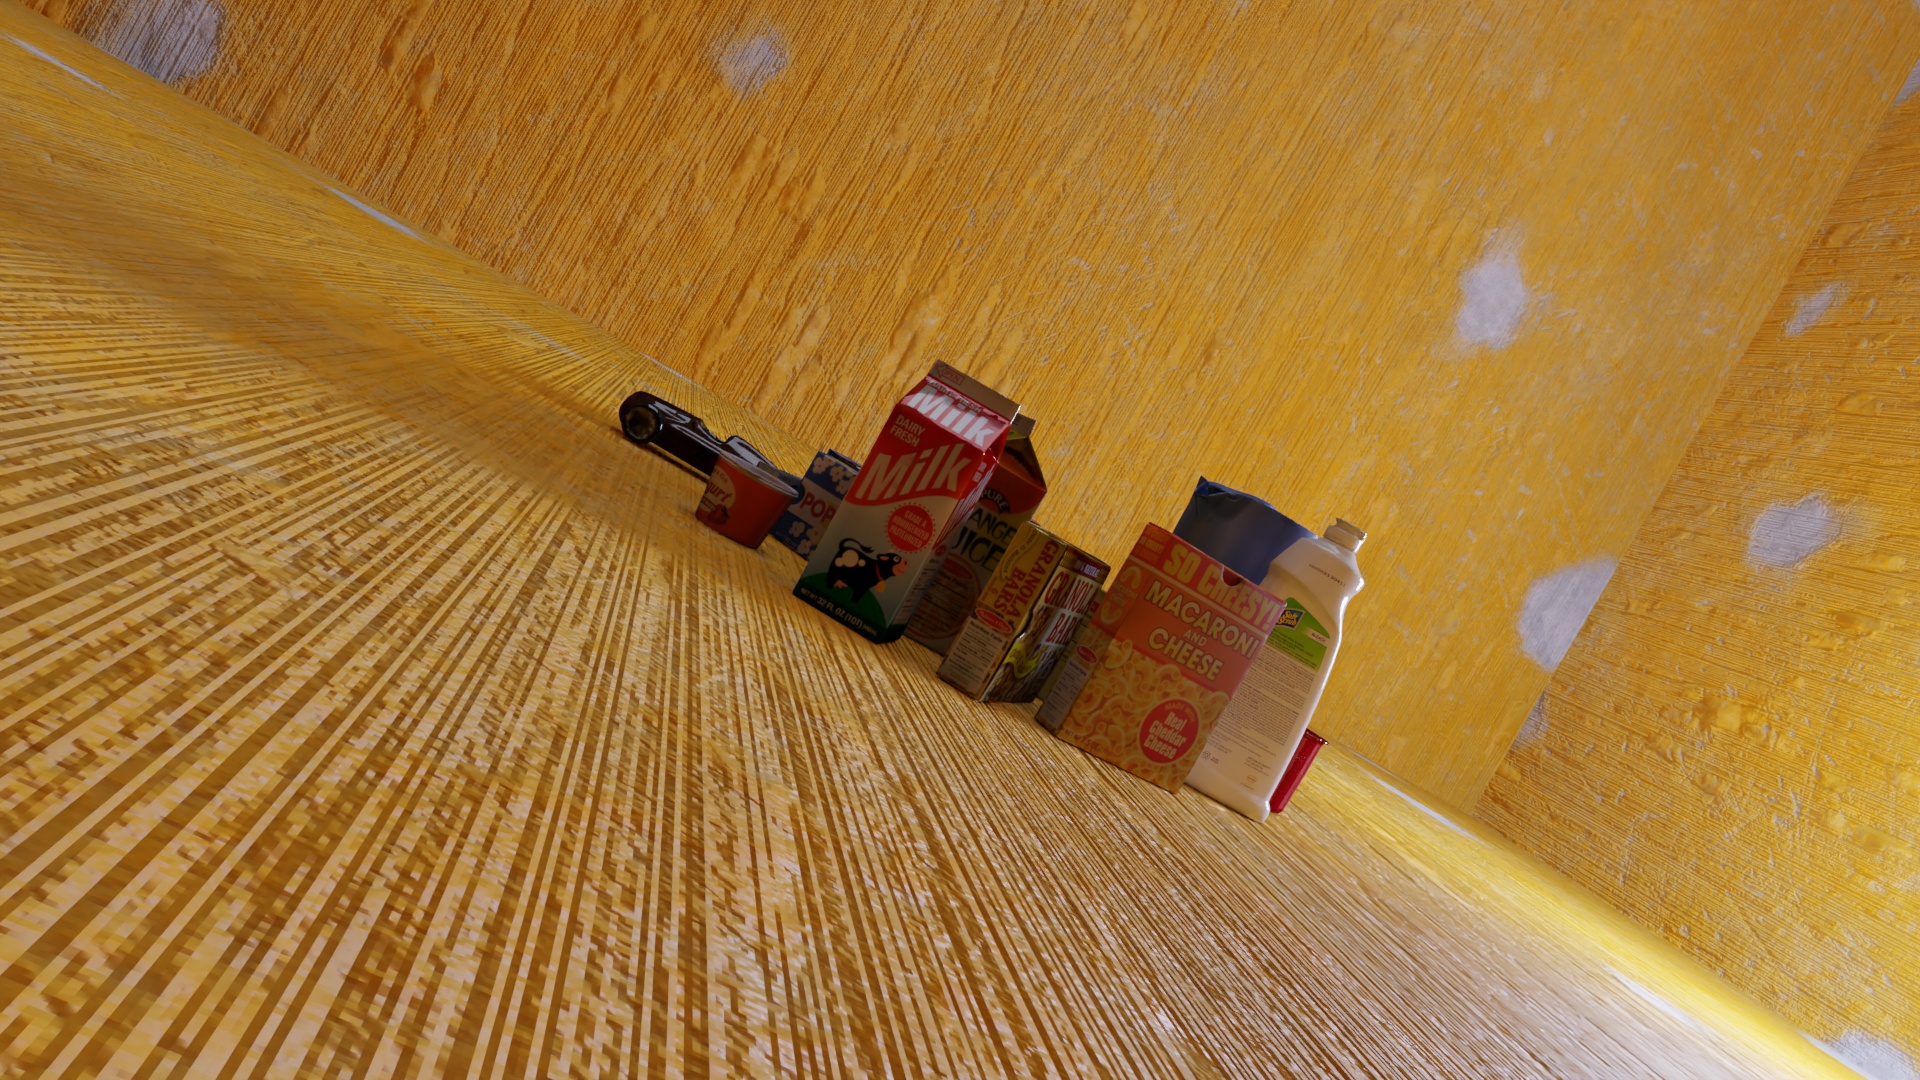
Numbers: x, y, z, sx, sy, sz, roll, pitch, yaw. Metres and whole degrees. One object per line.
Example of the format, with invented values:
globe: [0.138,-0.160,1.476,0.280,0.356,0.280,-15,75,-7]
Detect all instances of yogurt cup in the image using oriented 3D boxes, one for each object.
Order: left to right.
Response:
yogurt cup: [-0.166,-0.030,1.059,0.072,0.054,0.072,30,2,-1]

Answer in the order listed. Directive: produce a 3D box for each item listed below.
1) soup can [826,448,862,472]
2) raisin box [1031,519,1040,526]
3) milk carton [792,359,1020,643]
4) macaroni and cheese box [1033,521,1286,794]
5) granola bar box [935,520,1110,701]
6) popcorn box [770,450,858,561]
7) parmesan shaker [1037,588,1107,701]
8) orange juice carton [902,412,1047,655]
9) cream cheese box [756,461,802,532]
soup can: [-0.124,-0.041,1.401,0.071,0.083,0.071,30,2,-1]
raisin box: [0.009,0.016,1.329,0.086,0.123,0.040,30,2,-9]
milk carton: [-0.034,-0.028,0.970,0.072,0.190,0.073,30,2,9]
macaroni and cheese box: [0.149,0.088,1.017,0.123,0.166,0.040,29,2,-28]
granola bar box: [0.051,0.057,1.014,0.039,0.124,0.165,31,2,17]
popcorn box: [-0.090,-0.010,1.168,0.127,0.085,0.038,32,3,36]
parmesan shaker: [0.103,0.091,1.158,0.071,0.103,0.071,30,2,-1]
orange juice carton: [0.004,-0.014,1.081,0.073,0.192,0.072,30,2,-13]
cream cheese box: [-0.159,-0.033,1.210,0.024,0.053,0.104,31,3,17]
